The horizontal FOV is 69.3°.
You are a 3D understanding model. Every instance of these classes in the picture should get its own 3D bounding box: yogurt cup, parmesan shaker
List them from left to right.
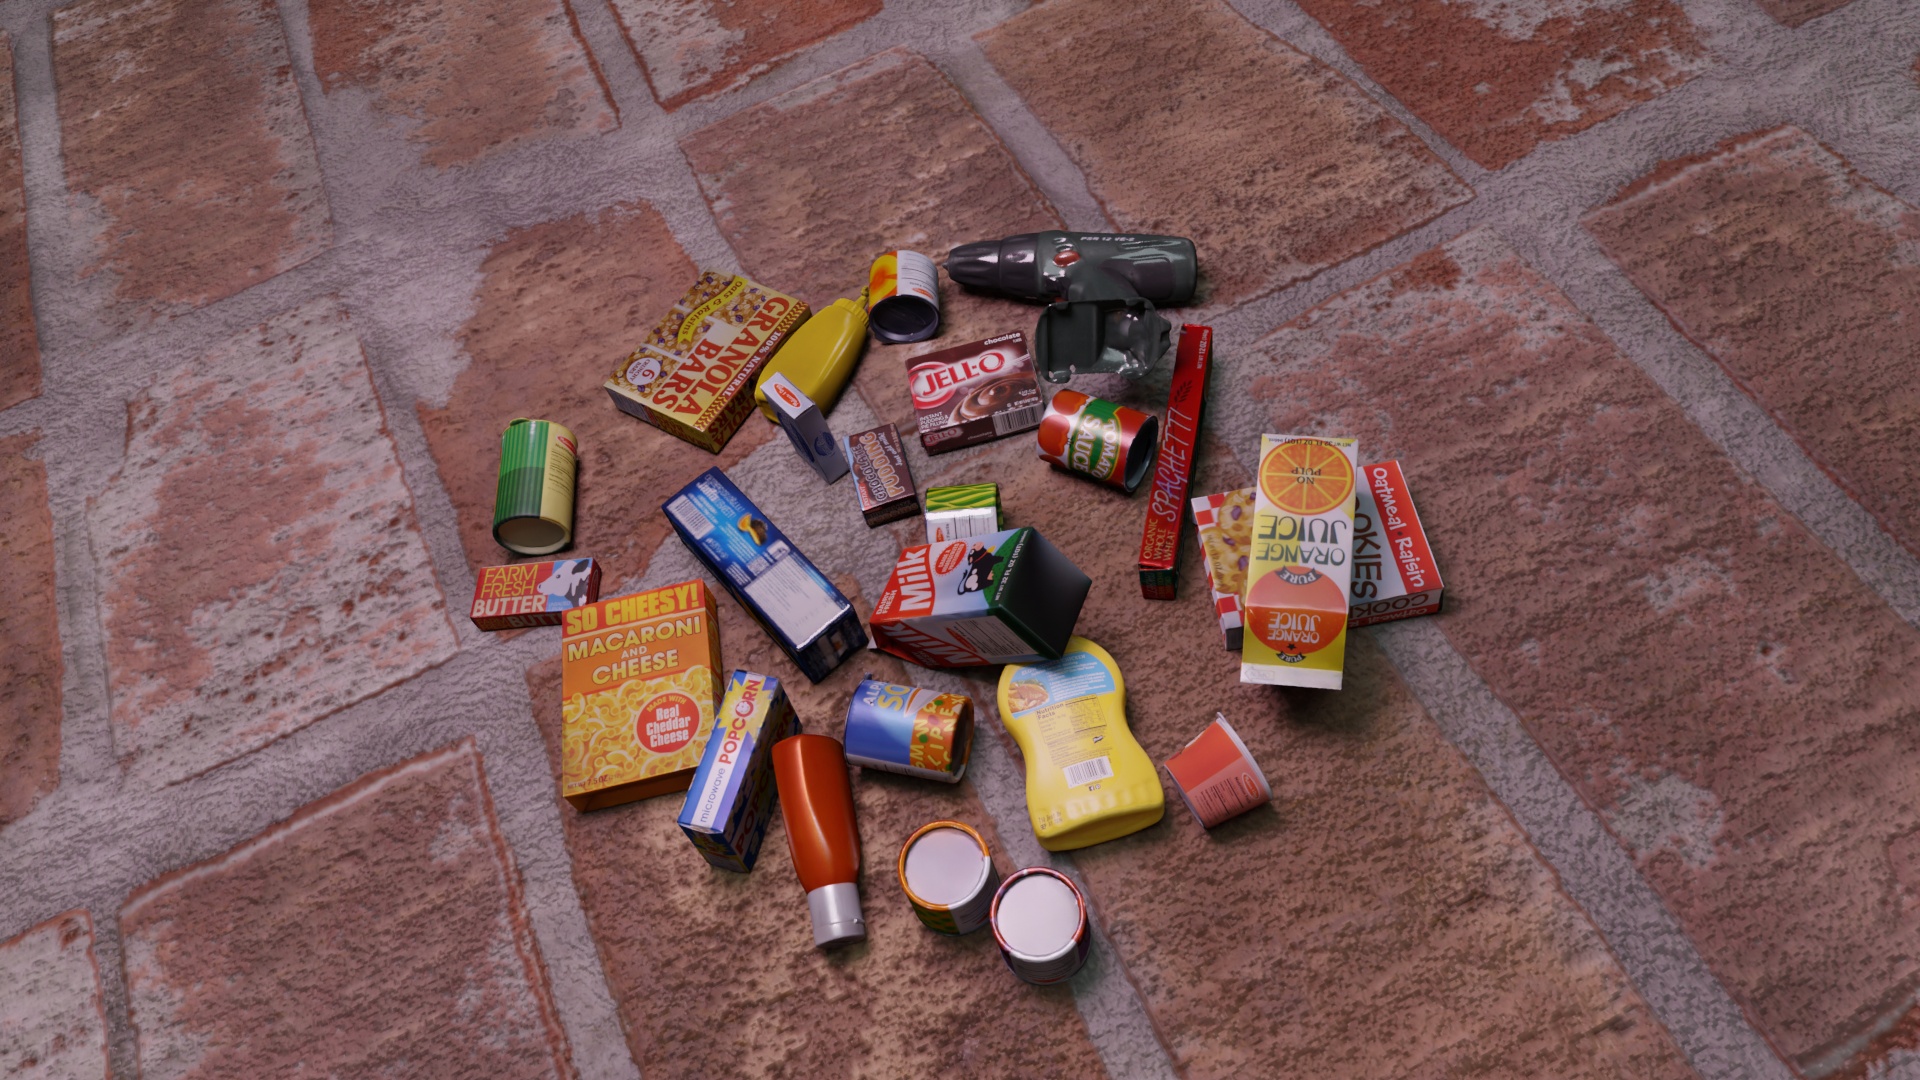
[{"bbox_3d":[-0.376,-0.047,1.222,0.071,0.071,0.103,-9,57,4],"label":"parmesan shaker"},{"bbox_3d":[0.182,0.169,0.990,0.054,0.072,0.072,-32,57,-1],"label":"yogurt cup"}]

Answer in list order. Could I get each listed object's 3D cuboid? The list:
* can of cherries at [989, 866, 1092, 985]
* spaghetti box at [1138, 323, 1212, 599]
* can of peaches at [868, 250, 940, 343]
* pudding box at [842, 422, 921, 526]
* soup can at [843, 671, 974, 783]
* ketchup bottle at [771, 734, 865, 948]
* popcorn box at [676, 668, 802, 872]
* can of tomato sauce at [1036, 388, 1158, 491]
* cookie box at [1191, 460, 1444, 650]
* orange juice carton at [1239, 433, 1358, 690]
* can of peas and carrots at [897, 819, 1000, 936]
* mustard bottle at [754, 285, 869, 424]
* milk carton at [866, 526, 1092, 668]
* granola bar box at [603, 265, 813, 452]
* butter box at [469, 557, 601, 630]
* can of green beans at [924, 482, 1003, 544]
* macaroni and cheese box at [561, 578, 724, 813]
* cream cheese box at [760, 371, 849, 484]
[{"bbox_3d":[0.055,0.262,0.954,0.071,0.058,0.072,-4,57,7],"label":"can of cherries"},{"bbox_3d":[0.180,-0.069,1.152,0.029,0.050,0.251,6,59,15],"label":"spaghetti box"},{"bbox_3d":[-0.054,-0.225,1.286,0.071,0.071,0.058,-6,57,6],"label":"can of peaches"},{"bbox_3d":[-0.068,-0.057,1.200,0.050,0.030,0.084,-17,56,0],"label":"pudding box"},{"bbox_3d":[-0.037,0.140,1.043,0.084,0.071,0.072,8,59,14],"label":"soup can"},{"bbox_3d":[-0.099,0.218,1.010,0.043,0.064,0.149,-25,62,22],"label":"ketchup bottle"},{"bbox_3d":[-0.162,0.172,1.034,0.038,0.084,0.127,9,59,14],"label":"popcorn box"},{"bbox_3d":[0.114,-0.085,1.163,0.083,0.071,0.071,21,63,22],"label":"can of tomato sauce"},{"bbox_3d":[0.277,0.011,1.090,0.167,0.040,0.123,-11,56,4],"label":"cookie box"},{"bbox_3d":[0.249,0.020,1.020,0.072,0.072,0.193,5,60,14],"label":"orange juice carton"},{"bbox_3d":[-0.010,0.237,0.981,0.071,0.058,0.071,-4,56,7],"label":"can of peas and carrots"},{"bbox_3d":[-0.123,-0.174,1.274,0.065,0.048,0.161,23,63,22],"label":"mustard bottle"},{"bbox_3d":[0.000,0.048,1.066,0.190,0.073,0.072,-11,47,47],"label":"milk carton"},{"bbox_3d":[-0.231,-0.171,1.297,0.124,0.039,0.166,24,64,24],"label":"granola bar box"},{"bbox_3d":[-0.362,0.046,1.188,0.103,0.024,0.053,-5,56,6],"label":"butter box"},{"bbox_3d":[0.004,-0.013,1.137,0.058,0.071,0.071,-5,57,6],"label":"can of green beans"},{"bbox_3d":[-0.253,0.122,1.110,0.124,0.040,0.167,-13,57,2],"label":"macaroni and cheese box"},{"bbox_3d":[-0.133,-0.096,1.192,0.024,0.103,0.053,-41,59,-11],"label":"cream cheese box"}]
